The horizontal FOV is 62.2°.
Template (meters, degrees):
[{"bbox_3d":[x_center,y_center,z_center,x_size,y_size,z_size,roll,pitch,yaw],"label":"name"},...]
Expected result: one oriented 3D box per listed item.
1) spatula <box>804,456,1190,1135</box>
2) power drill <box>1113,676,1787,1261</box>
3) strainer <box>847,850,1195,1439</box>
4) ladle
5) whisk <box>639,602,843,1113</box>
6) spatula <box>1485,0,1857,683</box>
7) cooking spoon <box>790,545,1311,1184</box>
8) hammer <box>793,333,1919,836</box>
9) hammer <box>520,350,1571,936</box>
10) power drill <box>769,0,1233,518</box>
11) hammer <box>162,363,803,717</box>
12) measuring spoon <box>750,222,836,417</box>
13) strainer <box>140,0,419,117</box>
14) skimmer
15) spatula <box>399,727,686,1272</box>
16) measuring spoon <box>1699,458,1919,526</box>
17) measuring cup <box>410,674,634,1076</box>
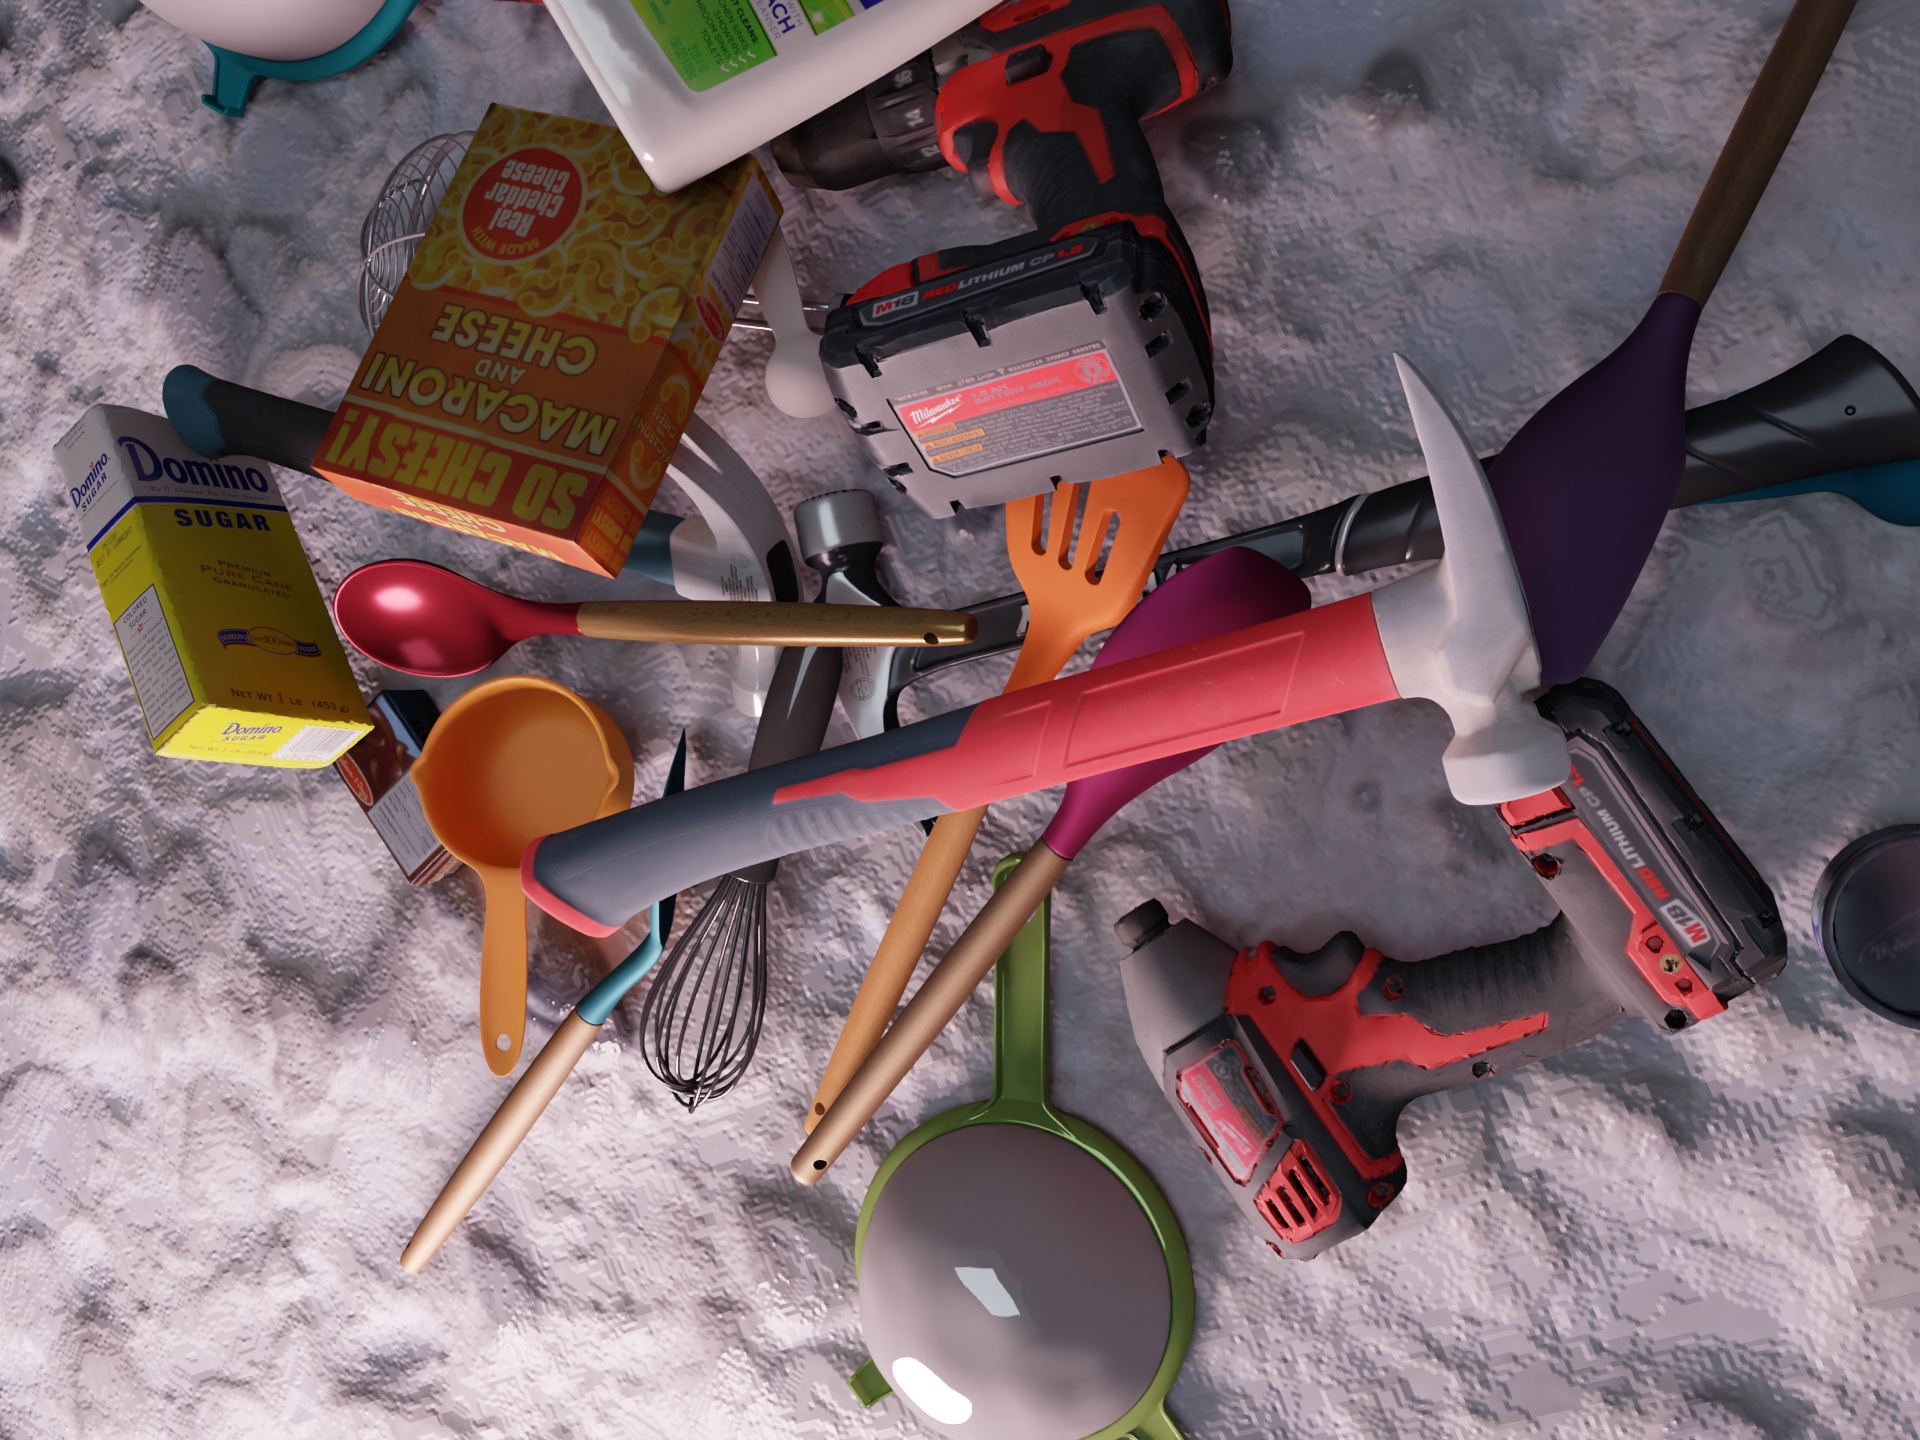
[{"bbox_3d":[-0.003,0.033,0.618,0.081,0.041,0.322,32,109,27],"label":"spatula"},{"bbox_3d":[0.164,0.085,0.575,0.219,0.078,0.143,-39,78,22],"label":"power drill"},{"bbox_3d":[0.015,0.183,0.640,0.151,0.069,0.256,3,95,22],"label":"strainer"},{"bbox_3d":[-0.135,-0.042,0.657,0.315,0.031,0.069,3,138,28],"label":"ladle"},{"bbox_3d":[-0.089,0.061,0.676,0.055,0.055,0.239,24,107,19],"label":"whisk"},{"bbox_3d":[0.245,-0.160,0.522,0.060,0.018,0.316,26,89,29],"label":"spatula"},{"bbox_3d":[0.023,0.067,0.607,0.068,0.017,0.319,28,111,-23],"label":"cooking spoon"},{"bbox_3d":[0.127,-0.059,0.592,0.409,0.036,0.149,-12,90,25],"label":"hammer"},{"bbox_3d":[-0.001,-0.002,0.565,0.386,0.038,0.143,-16,93,23],"label":"hammer"},{"bbox_3d":[0.006,-0.185,0.576,0.188,0.080,0.227,-11,52,21],"label":"power drill"},{"bbox_3d":[-0.219,-0.101,0.703,0.331,0.033,0.128,18,131,19],"label":"hammer"},{"bbox_3d":[-0.076,-0.177,0.630,0.034,0.018,0.124,-21,75,2],"label":"measuring spoon"},{"bbox_3d":[-0.363,-0.459,0.700,0.211,0.095,0.340,-16,102,29],"label":"strainer"},{"bbox_3d":[-0.103,-0.179,0.691,0.363,0.090,0.127,10,101,11],"label":"skimmer"},{"bbox_3d":[-0.192,0.146,0.733,0.044,0.082,0.317,31,111,-16],"label":"spatula"},{"bbox_3d":[0.280,-0.086,0.545,0.128,0.021,0.042,0,93,20],"label":"measuring spoon"},{"bbox_3d":[-0.192,0.068,0.711,0.095,0.052,0.174,0,84,7],"label":"measuring cup"}]
